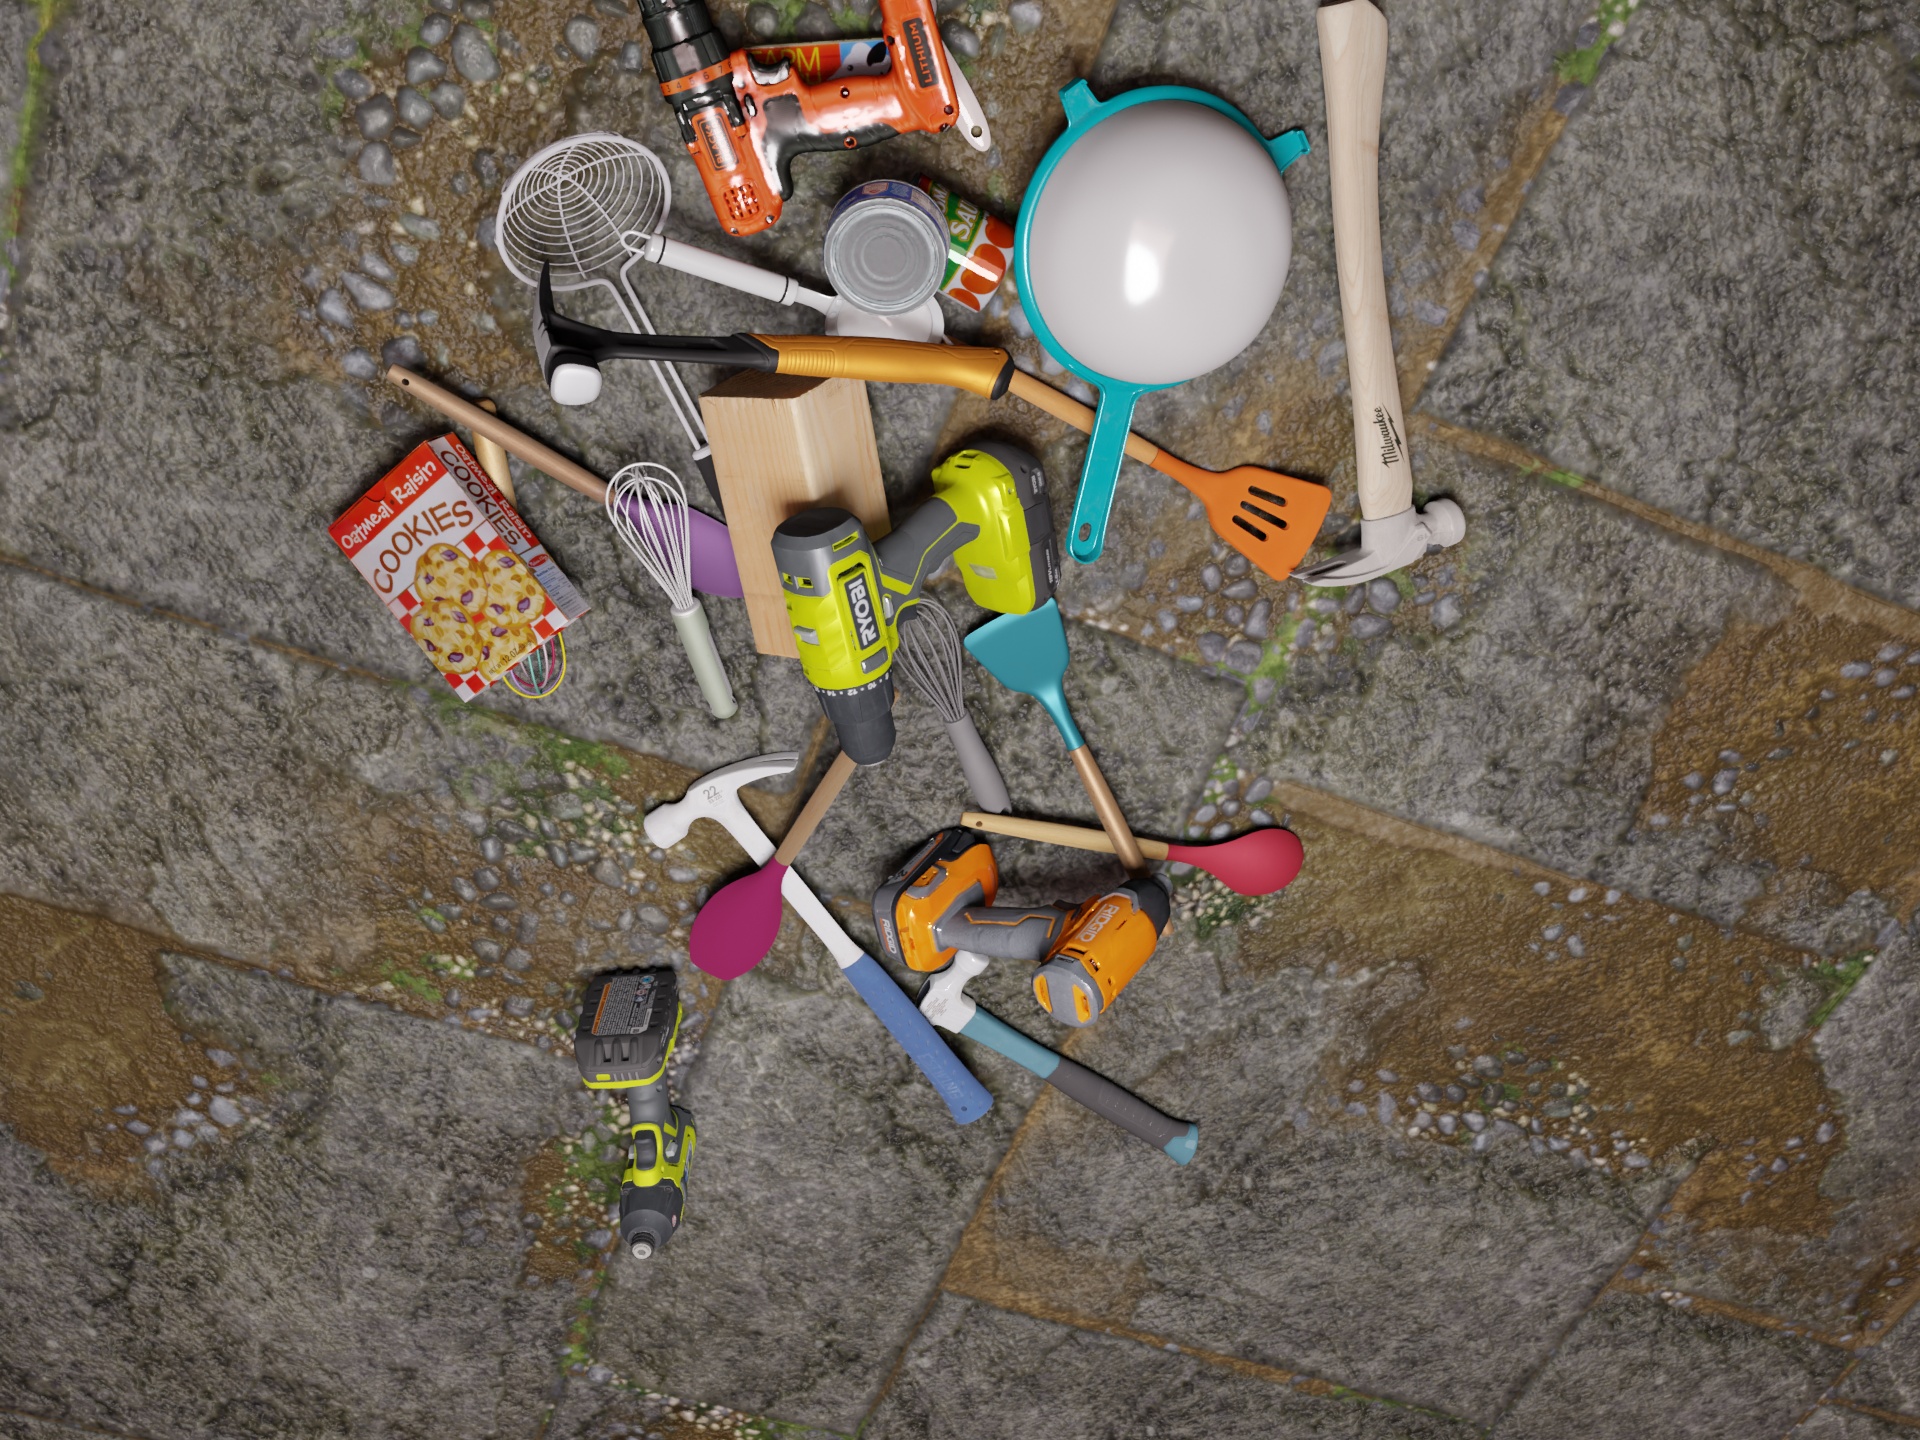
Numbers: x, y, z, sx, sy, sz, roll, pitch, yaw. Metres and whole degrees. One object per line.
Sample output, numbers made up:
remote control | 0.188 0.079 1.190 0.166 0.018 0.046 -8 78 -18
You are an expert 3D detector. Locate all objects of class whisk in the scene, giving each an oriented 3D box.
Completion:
whisk | -0.216 -0.096 1.240 0.059 0.058 0.246 -19 131 -5
whisk | -0.002 -0.005 1.316 0.055 0.055 0.238 -19 122 8
whisk | -0.352 -0.128 1.237 0.047 0.051 0.244 -3 115 6

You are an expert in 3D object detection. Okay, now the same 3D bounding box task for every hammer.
hammer | -0.097 0.201 1.402 0.144 0.035 0.405 -33 108 14
hammer | 0.097 0.333 1.504 0.330 0.033 0.128 33 111 -18
hammer | 0.286 -0.298 1.153 0.146 0.038 0.410 -21 116 -17
hammer | -0.121 -0.255 1.093 0.336 0.127 0.034 -1 136 -24

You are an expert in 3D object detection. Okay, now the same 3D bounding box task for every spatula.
spatula | -0.287 -0.180 1.209 0.315 0.018 0.059 30 109 -24
spatula | 0.107 0.048 1.325 0.082 0.044 0.317 -26 102 6
spatula | 0.129 -0.212 1.211 0.322 0.041 0.081 26 101 -13

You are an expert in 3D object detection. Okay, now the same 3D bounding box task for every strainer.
strainer | -0.115 -0.304 1.125 0.258 0.050 0.086 12 137 -27
strainer | 0.137 -0.262 1.116 0.211 0.095 0.340 4 112 -22

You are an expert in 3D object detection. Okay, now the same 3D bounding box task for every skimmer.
skimmer | -0.207 -0.243 1.150 0.127 0.090 0.363 -30 117 -8

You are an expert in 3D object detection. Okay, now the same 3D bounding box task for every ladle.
ladle | 0.153 0.108 1.375 0.315 0.031 0.069 10 114 -11

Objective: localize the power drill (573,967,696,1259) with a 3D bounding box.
power drill | -0.284 0.352 1.424 0.080 0.171 0.223 -4 115 0

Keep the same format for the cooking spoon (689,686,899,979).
cooking spoon | -0.137 0.098 1.330 0.068 0.017 0.318 30 111 -10

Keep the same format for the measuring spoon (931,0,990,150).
measuring spoon | -0.011 -0.448 1.093 0.034 0.018 0.124 -27 116 11

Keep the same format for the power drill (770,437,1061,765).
power drill | -0.029 -0.092 1.169 0.080 0.228 0.190 16 130 41

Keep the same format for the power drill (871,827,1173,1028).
power drill | 0.058 0.160 1.318 0.227 0.164 0.084 12 127 36
